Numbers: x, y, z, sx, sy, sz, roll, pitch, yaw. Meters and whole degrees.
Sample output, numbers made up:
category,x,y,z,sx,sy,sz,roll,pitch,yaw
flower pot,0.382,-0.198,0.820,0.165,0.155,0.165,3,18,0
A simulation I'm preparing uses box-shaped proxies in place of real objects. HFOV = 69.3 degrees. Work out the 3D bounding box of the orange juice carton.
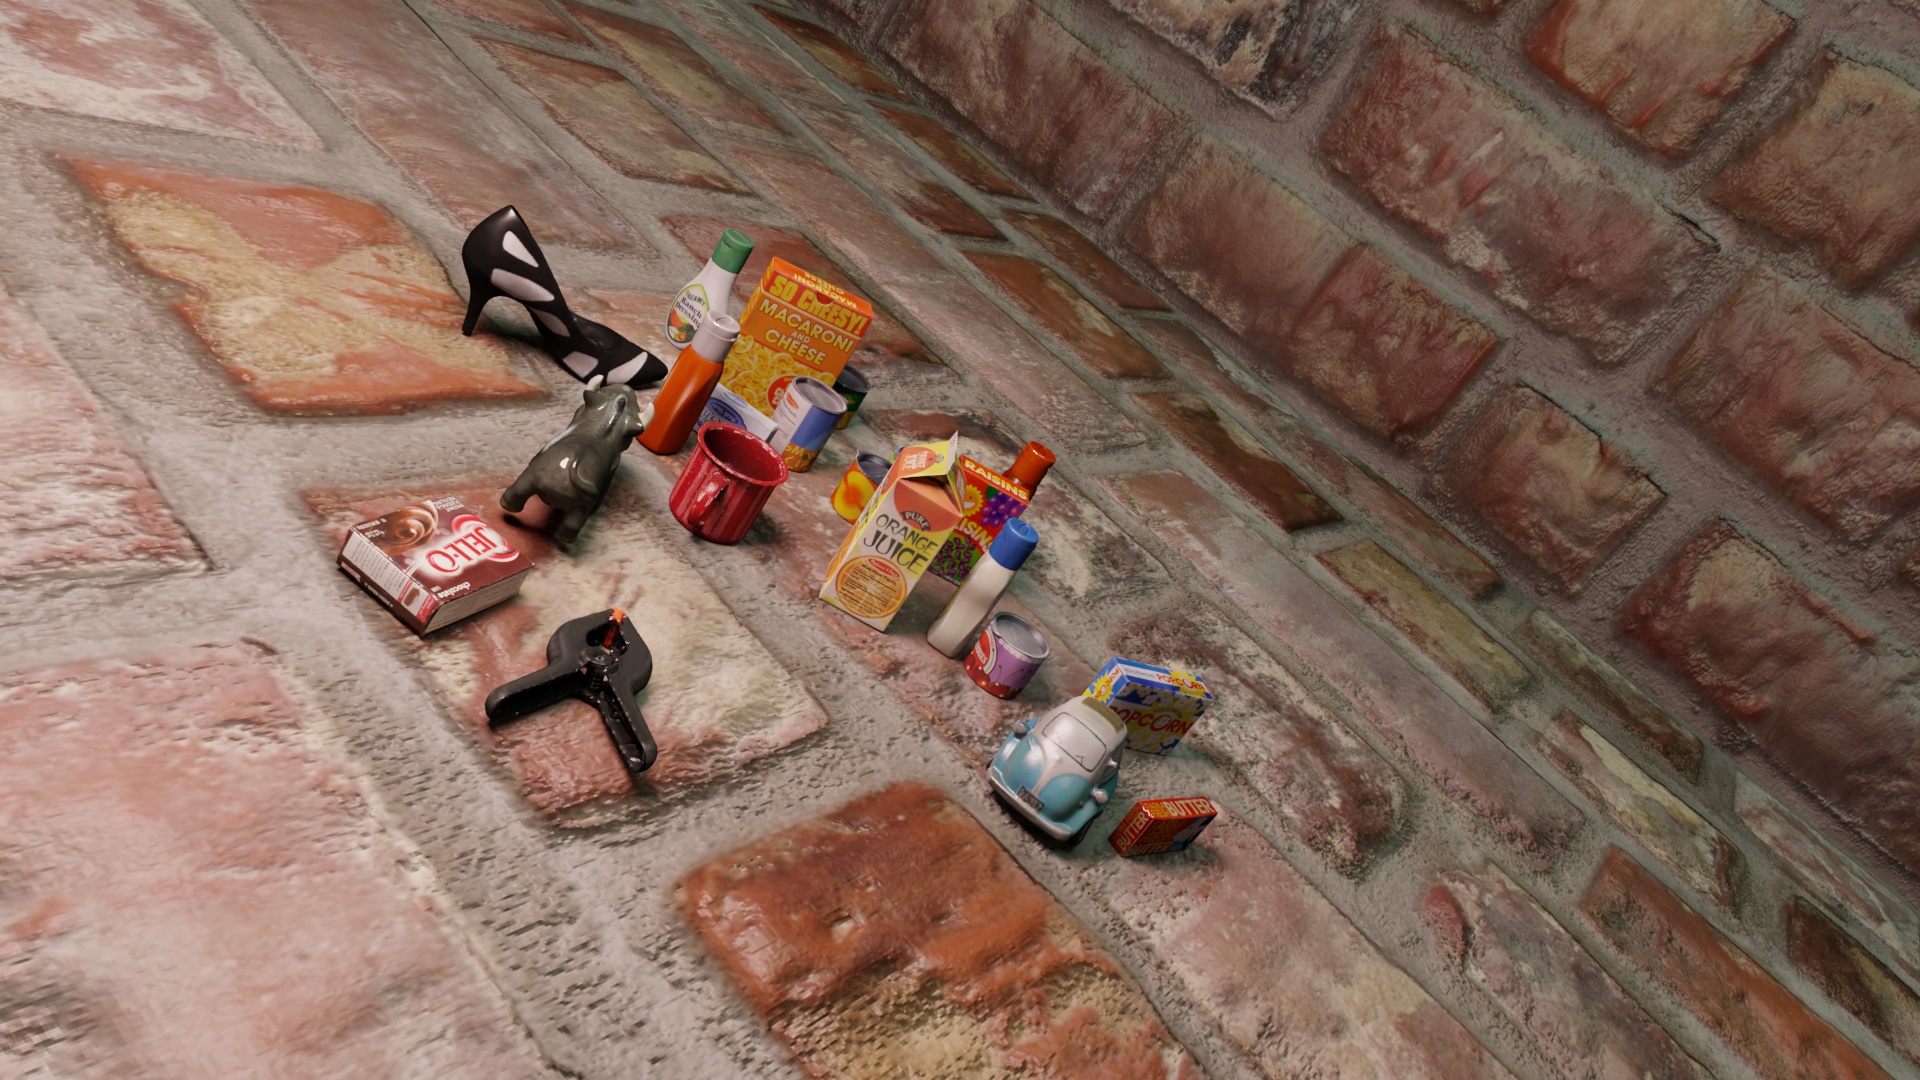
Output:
category,x,y,z,sx,sy,sz,roll,pitch,yaw
orange juice carton,-0.053,-0.015,1.313,0.073,0.192,0.072,30,24,-11

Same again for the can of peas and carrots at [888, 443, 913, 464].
category,x,y,z,sx,sy,sz,roll,pitch,yaw
can of peas and carrots,-0.059,-0.065,1.561,0.071,0.058,0.071,28,25,-14

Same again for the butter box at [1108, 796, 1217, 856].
category,x,y,z,sx,sy,sz,roll,pitch,yaw
butter box,0.187,0.262,1.275,0.103,0.053,0.024,8,35,-45

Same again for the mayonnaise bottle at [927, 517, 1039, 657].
category,x,y,z,sx,sy,sz,roll,pitch,yaw
mayonnaise bottle,0.023,0.044,1.354,0.041,0.147,0.065,35,24,0

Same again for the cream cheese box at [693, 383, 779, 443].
category,x,y,z,sx,sy,sz,roll,pitch,yaw
cream cheese box,-0.245,-0.125,1.445,0.104,0.053,0.024,35,24,2

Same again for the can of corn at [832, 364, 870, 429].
category,x,y,z,sx,sy,sz,roll,pitch,yaw
can of corn,-0.151,-0.174,1.646,0.071,0.058,0.071,28,25,-14

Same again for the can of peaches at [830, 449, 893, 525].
category,x,y,z,sx,sy,sz,roll,pitch,yaw
can of peaches,-0.099,-0.053,1.490,0.071,0.057,0.071,28,25,-14

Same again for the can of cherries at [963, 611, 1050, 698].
category,x,y,z,sx,sy,sz,roll,pitch,yaw
can of cherries,0.043,0.112,1.363,0.071,0.058,0.072,28,25,-14

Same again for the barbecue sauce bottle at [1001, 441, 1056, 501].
category,x,y,z,sx,sy,sz,roll,pitch,yaw
barbecue sauce bottle,0.052,-0.043,1.550,0.043,0.148,0.065,33,24,-3

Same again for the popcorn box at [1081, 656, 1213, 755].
category,x,y,z,sx,sy,sz,roll,pitch,yaw
popcorn box,0.182,0.168,1.402,0.127,0.085,0.038,16,30,-36

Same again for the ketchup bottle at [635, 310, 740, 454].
category,x,y,z,sx,sy,sz,roll,pitch,yaw
ketchup bottle,-0.263,-0.155,1.360,0.043,0.148,0.065,37,24,5

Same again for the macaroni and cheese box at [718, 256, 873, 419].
category,x,y,z,sx,sy,sz,roll,pitch,yaw
macaroni and cheese box,-0.190,-0.212,1.536,0.124,0.165,0.040,23,26,-24

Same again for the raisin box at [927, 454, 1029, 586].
category,x,y,z,sx,sy,sz,roll,pitch,yaw
raisin box,0.005,-0.019,1.477,0.086,0.123,0.040,29,24,-12

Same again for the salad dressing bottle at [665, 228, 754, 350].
category,x,y,z,sx,sy,sz,roll,pitch,yaw
salad dressing bottle,-0.283,-0.283,1.572,0.064,0.147,0.044,42,25,17

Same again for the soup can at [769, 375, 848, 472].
category,x,y,z,sx,sy,sz,roll,pitch,yaw
soup can,-0.169,-0.125,1.503,0.071,0.083,0.072,28,25,-14
